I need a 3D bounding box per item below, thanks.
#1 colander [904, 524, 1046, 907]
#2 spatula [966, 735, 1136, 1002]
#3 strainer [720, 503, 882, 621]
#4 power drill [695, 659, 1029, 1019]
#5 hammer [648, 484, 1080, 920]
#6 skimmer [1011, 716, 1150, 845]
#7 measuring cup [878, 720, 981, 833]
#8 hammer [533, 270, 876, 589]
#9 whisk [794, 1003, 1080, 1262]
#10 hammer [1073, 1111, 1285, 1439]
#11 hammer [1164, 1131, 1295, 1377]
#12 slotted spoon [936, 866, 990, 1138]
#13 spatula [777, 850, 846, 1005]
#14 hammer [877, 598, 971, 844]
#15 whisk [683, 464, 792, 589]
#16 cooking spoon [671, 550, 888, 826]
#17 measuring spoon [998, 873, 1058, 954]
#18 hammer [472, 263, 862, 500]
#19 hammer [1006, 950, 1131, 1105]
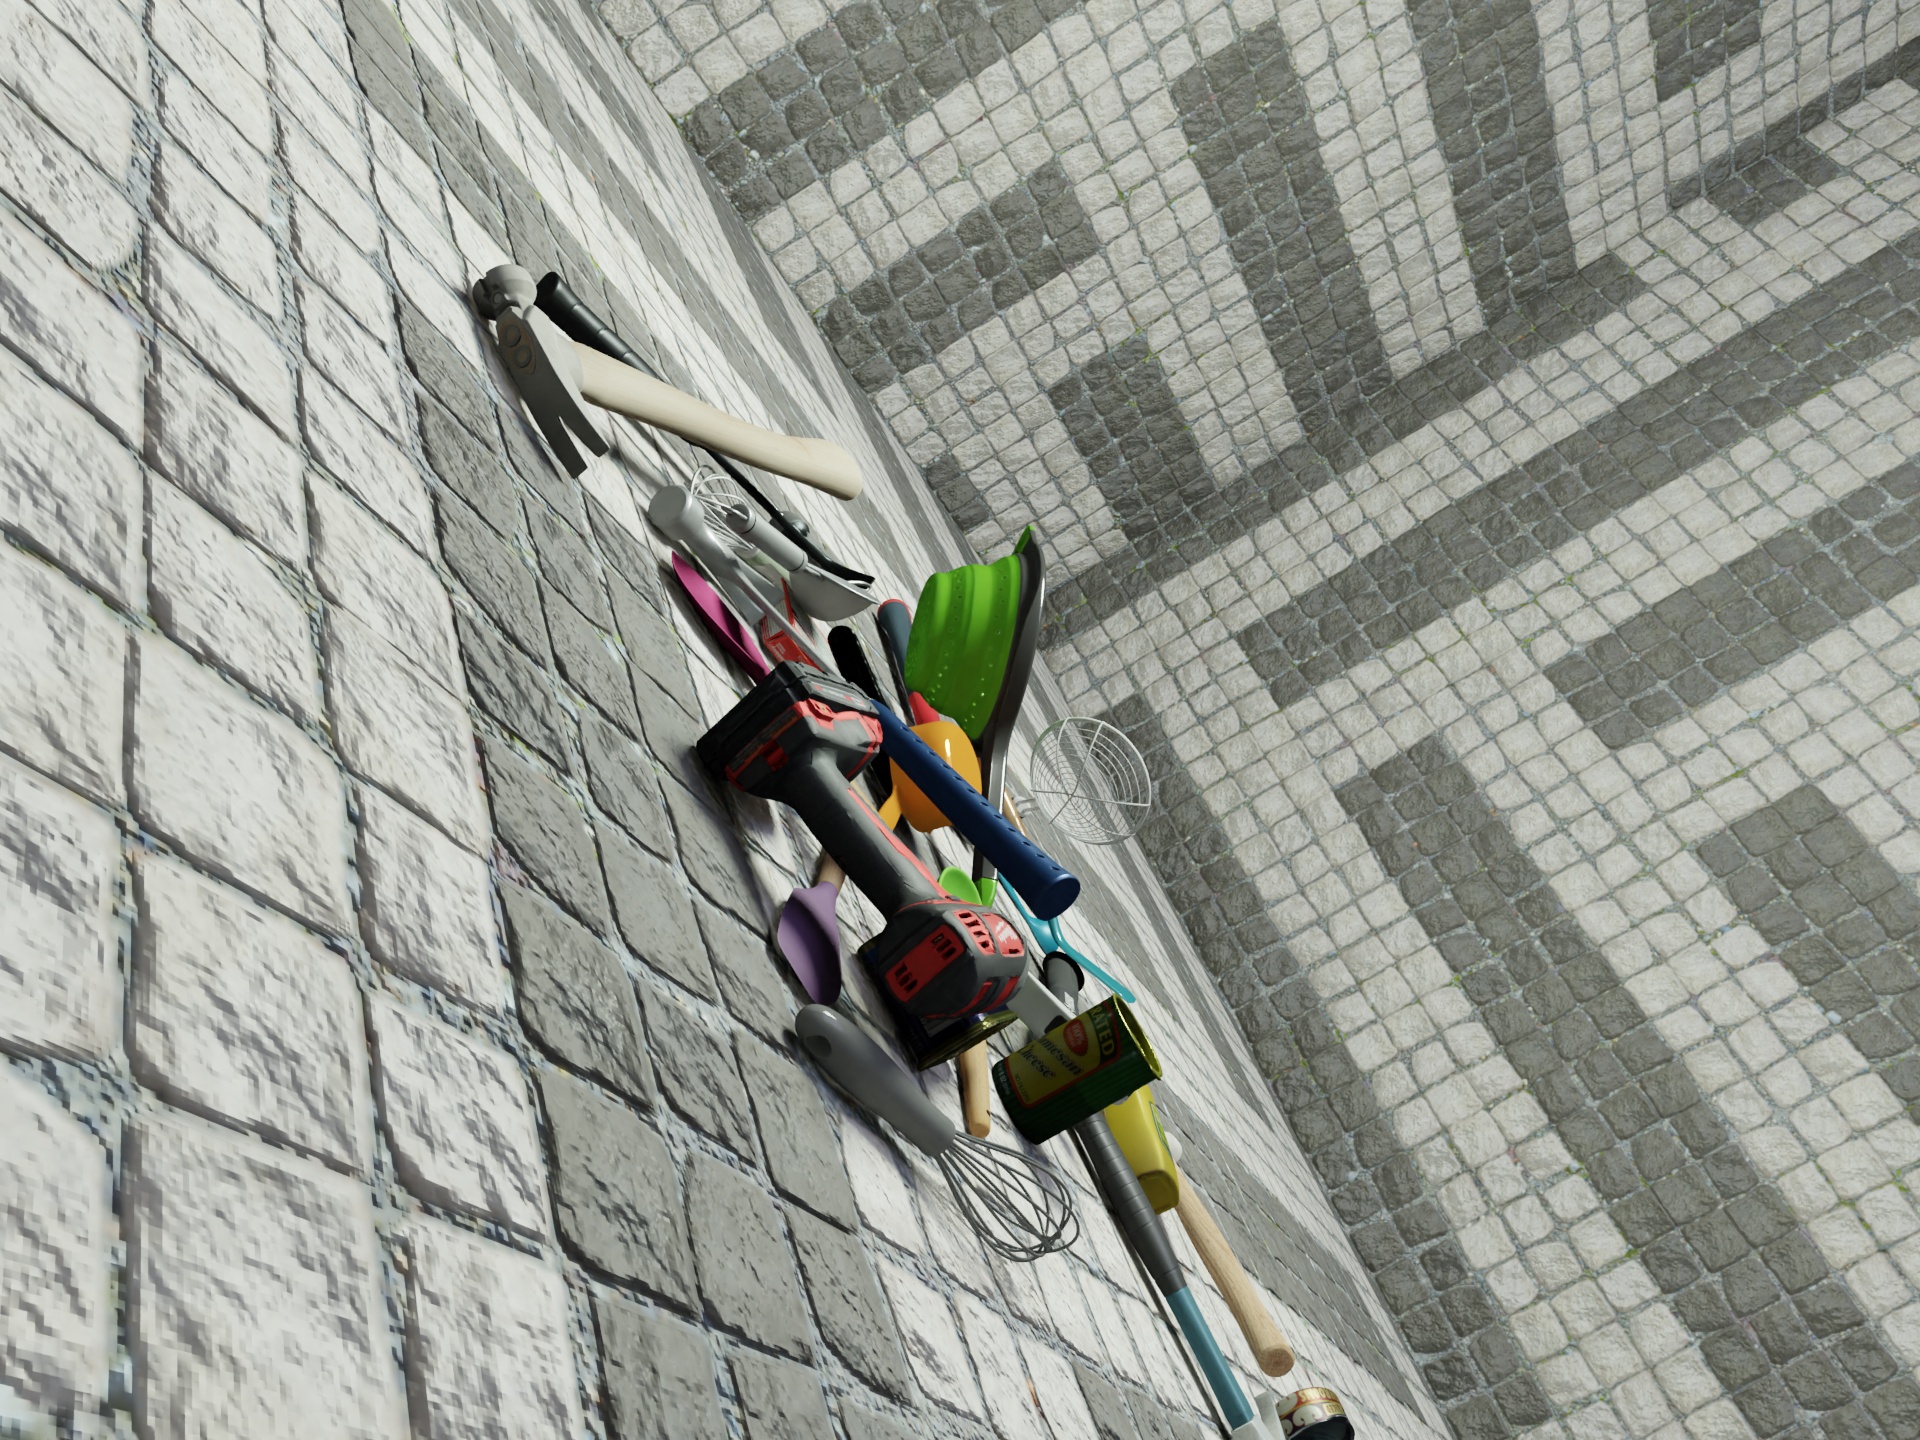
[{"bbox_3d":[-0.002,-0.005,1.412,0.204,0.094,0.397,117,-18,-55],"label":"colander"},{"bbox_3d":[0.079,0.135,1.537,0.318,0.044,0.082,65,8,12],"label":"spatula"},{"bbox_3d":[-0.123,-0.116,1.182,0.087,0.050,0.258,29,-2,20],"label":"strainer"},{"bbox_3d":[-0.043,0.076,0.914,0.220,0.078,0.143,51,11,19],"label":"power drill"},{"bbox_3d":[-0.064,-0.011,1.057,0.406,0.035,0.144,44,-3,32],"label":"hammer"},{"bbox_3d":[0.098,0.071,1.610,0.127,0.090,0.363,60,-10,0],"label":"skimmer"},{"bbox_3d":[-0.026,0.057,1.261,0.174,0.052,0.095,-56,130,-69],"label":"measuring cup"},{"bbox_3d":[-0.202,-0.217,1.267,0.149,0.036,0.408,39,-2,37],"label":"hammer"},{"bbox_3d":[-0.010,0.221,0.847,0.238,0.055,0.055,49,11,-31],"label":"whisk"},{"bbox_3d":[0.157,0.421,1.207,0.331,0.033,0.128,62,9,22],"label":"hammer"},{"bbox_3d":[0.198,0.422,1.348,0.130,0.031,0.332,52,2,-26],"label":"hammer"},{"bbox_3d":[0.004,0.195,1.126,0.070,0.031,0.314,58,9,-21],"label":"slotted spoon"},{"bbox_3d":[-0.079,0.100,0.984,0.059,0.018,0.316,60,8,-12],"label":"spatula"},{"bbox_3d":[-0.049,-0.033,1.638,0.143,0.038,0.387,52,10,-34],"label":"hammer"},{"bbox_3d":[-0.171,-0.142,1.265,0.246,0.058,0.059,44,51,-74],"label":"whisk"},{"bbox_3d":[-0.112,0.009,1.129,0.318,0.017,0.069,55,4,-25],"label":"cooking spoon"},{"bbox_3d":[0.067,0.181,1.603,0.128,0.021,0.042,58,7,-14],"label":"measuring spoon"},{"bbox_3d":[-0.176,-0.204,1.148,0.146,0.038,0.410,60,20,16],"label":"hammer"},{"bbox_3d":[0.084,0.235,1.370,0.146,0.035,0.335,41,2,2],"label":"hammer"}]
